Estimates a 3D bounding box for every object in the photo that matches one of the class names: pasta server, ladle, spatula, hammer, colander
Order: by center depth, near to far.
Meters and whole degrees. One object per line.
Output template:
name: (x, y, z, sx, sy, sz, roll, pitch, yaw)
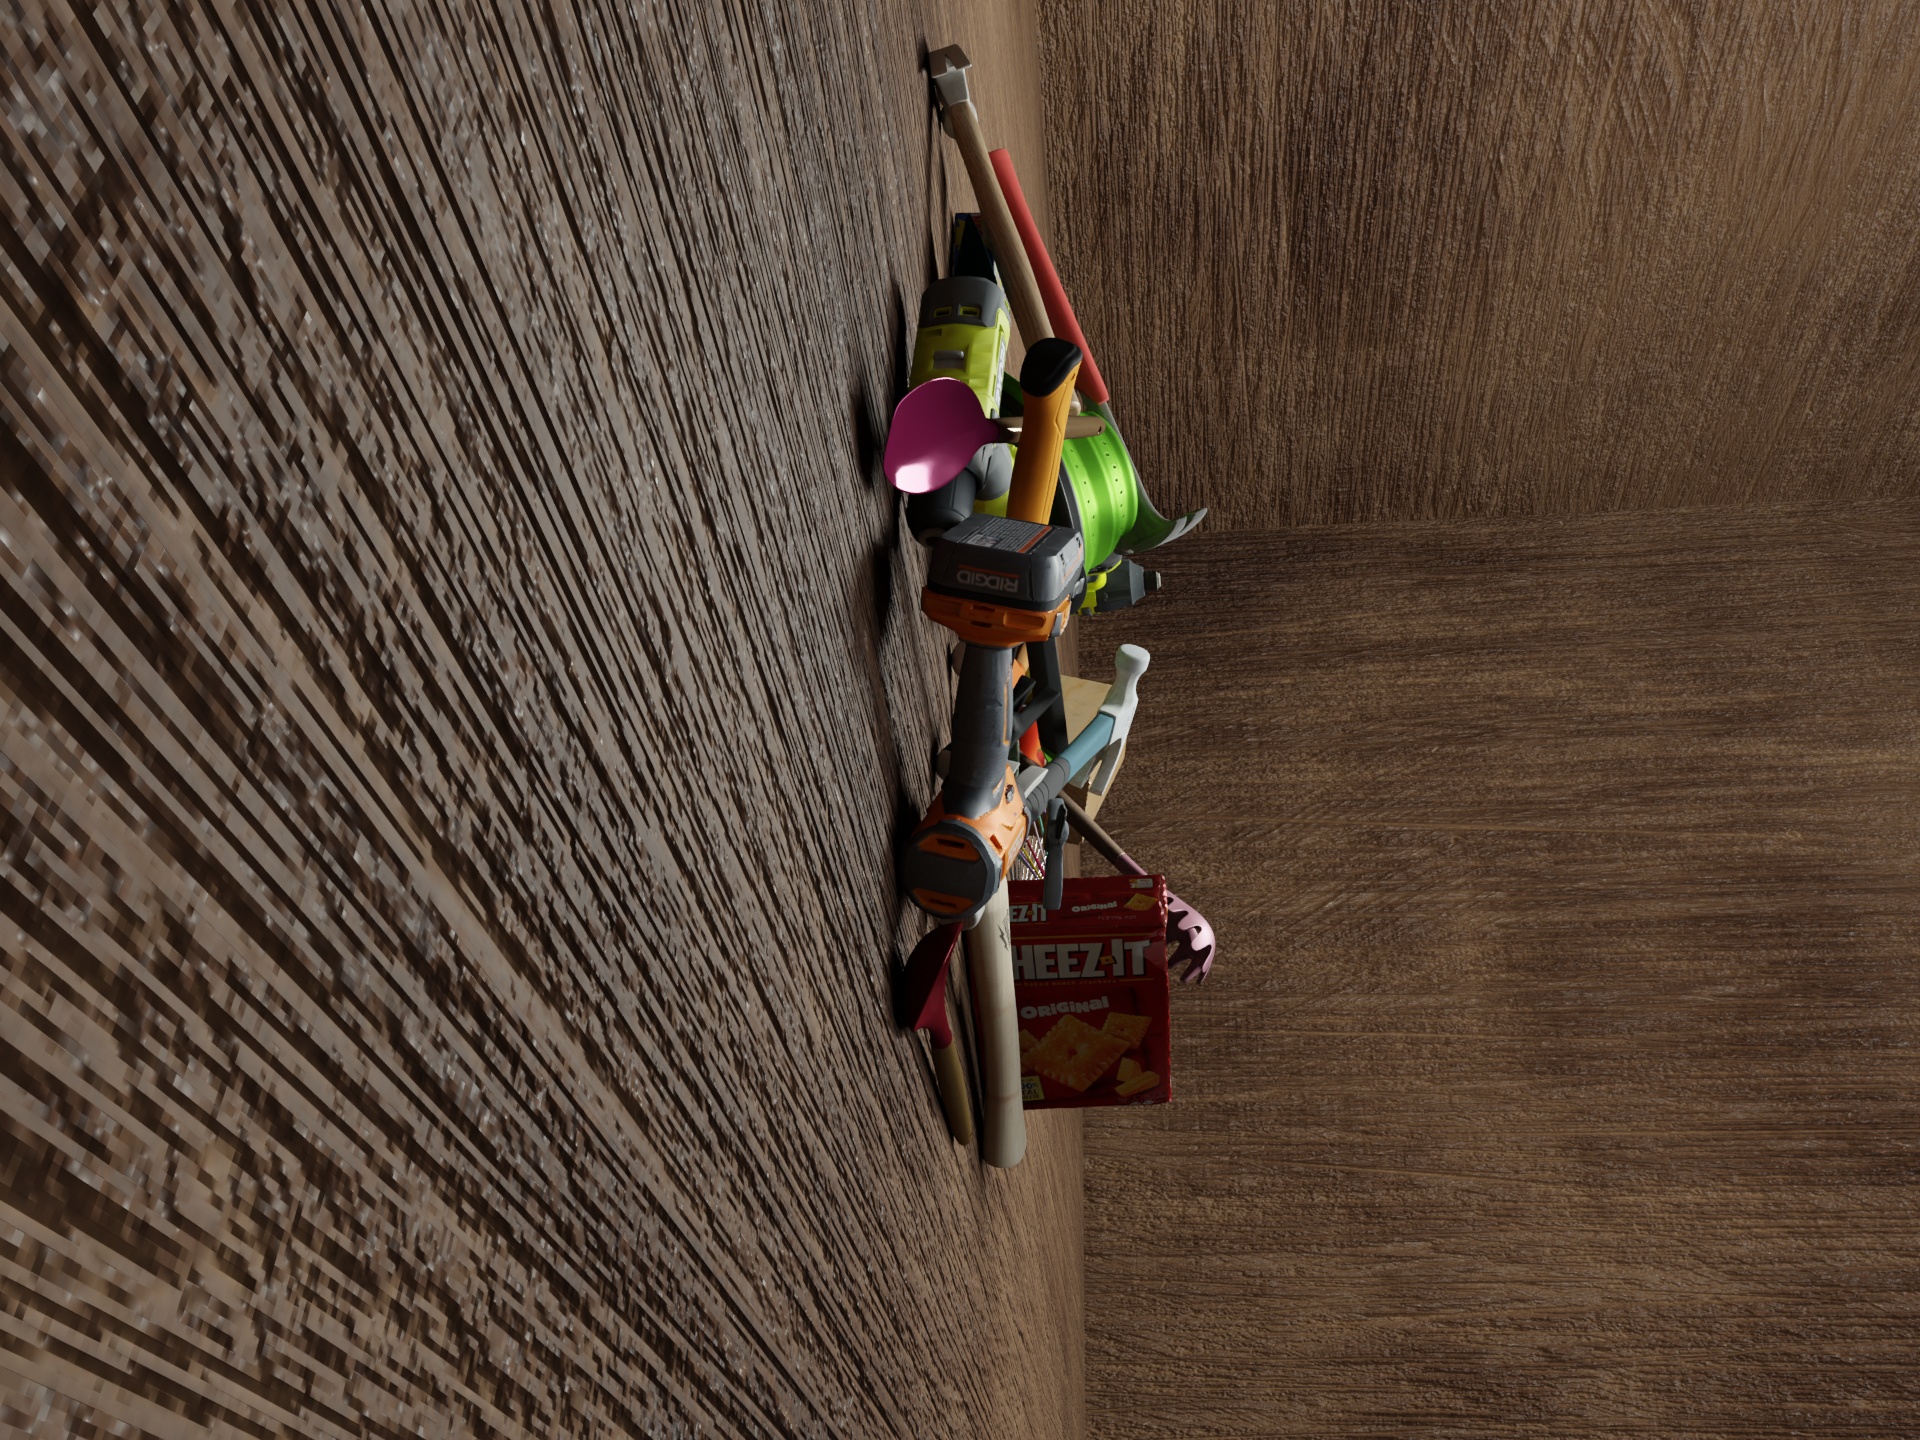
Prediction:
ladle: (-0.009, 0.219, 1.045, 0.315, 0.031, 0.069, 83, 30, -55)
hammer: (0.044, -0.106, 1.070, 0.127, 0.034, 0.336, -44, 154, -41)
hammer: (0.033, 0.214, 1.237, 0.410, 0.038, 0.146, 85, 26, -44)
hammer: (0.032, -0.382, 1.242, 0.130, 0.031, 0.331, 58, 15, -74)
hammer: (0.077, 0.047, 1.323, 0.331, 0.033, 0.128, -39, 146, -55)
hammer: (0.098, -0.314, 1.346, 0.359, 0.036, 0.149, 66, -16, -3)
spatula: (0.035, -0.296, 1.362, 0.317, 0.044, 0.082, 59, 12, -64)
colander: (0.095, -0.126, 1.372, 0.205, 0.094, 0.396, 47, -28, 52)
pasta server: (0.117, 0.109, 1.409, 0.316, 0.040, 0.060, 45, -31, 29)
spatula: (0.048, -0.054, 1.543, 0.323, 0.041, 0.081, -62, 147, -75)

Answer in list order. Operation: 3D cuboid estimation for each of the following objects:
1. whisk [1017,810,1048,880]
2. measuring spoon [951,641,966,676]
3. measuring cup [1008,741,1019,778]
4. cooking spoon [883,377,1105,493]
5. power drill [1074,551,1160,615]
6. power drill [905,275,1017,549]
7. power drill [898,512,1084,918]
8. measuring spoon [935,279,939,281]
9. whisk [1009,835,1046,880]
whisk: (0.072, 0.140, 1.464, 0.047, 0.051, 0.245, 49, 13, -41)
measuring spoon: (-0.002, -0.004, 1.263, 0.034, 0.018, 0.124, -33, 128, -83)
measuring cup: (0.021, -0.026, 1.359, 0.083, 0.038, 0.167, -51, 134, -75)
cooking spoon: (0.029, -0.184, 1.012, 0.319, 0.017, 0.068, -22, 130, -61)
power drill: (0.103, -0.152, 1.541, 0.223, 0.171, 0.080, 46, 42, -75)
power drill: (0.007, -0.166, 1.110, 0.228, 0.080, 0.191, 69, 25, -64)
power drill: (0.020, -0.009, 0.991, 0.164, 0.084, 0.226, -50, 149, -69)
measuring spoon: (-0.004, -0.302, 1.284, 0.128, 0.021, 0.042, 78, 12, -58)
whisk: (0.063, 0.174, 1.598, 0.285, 0.070, 0.070, -75, 162, -53)
